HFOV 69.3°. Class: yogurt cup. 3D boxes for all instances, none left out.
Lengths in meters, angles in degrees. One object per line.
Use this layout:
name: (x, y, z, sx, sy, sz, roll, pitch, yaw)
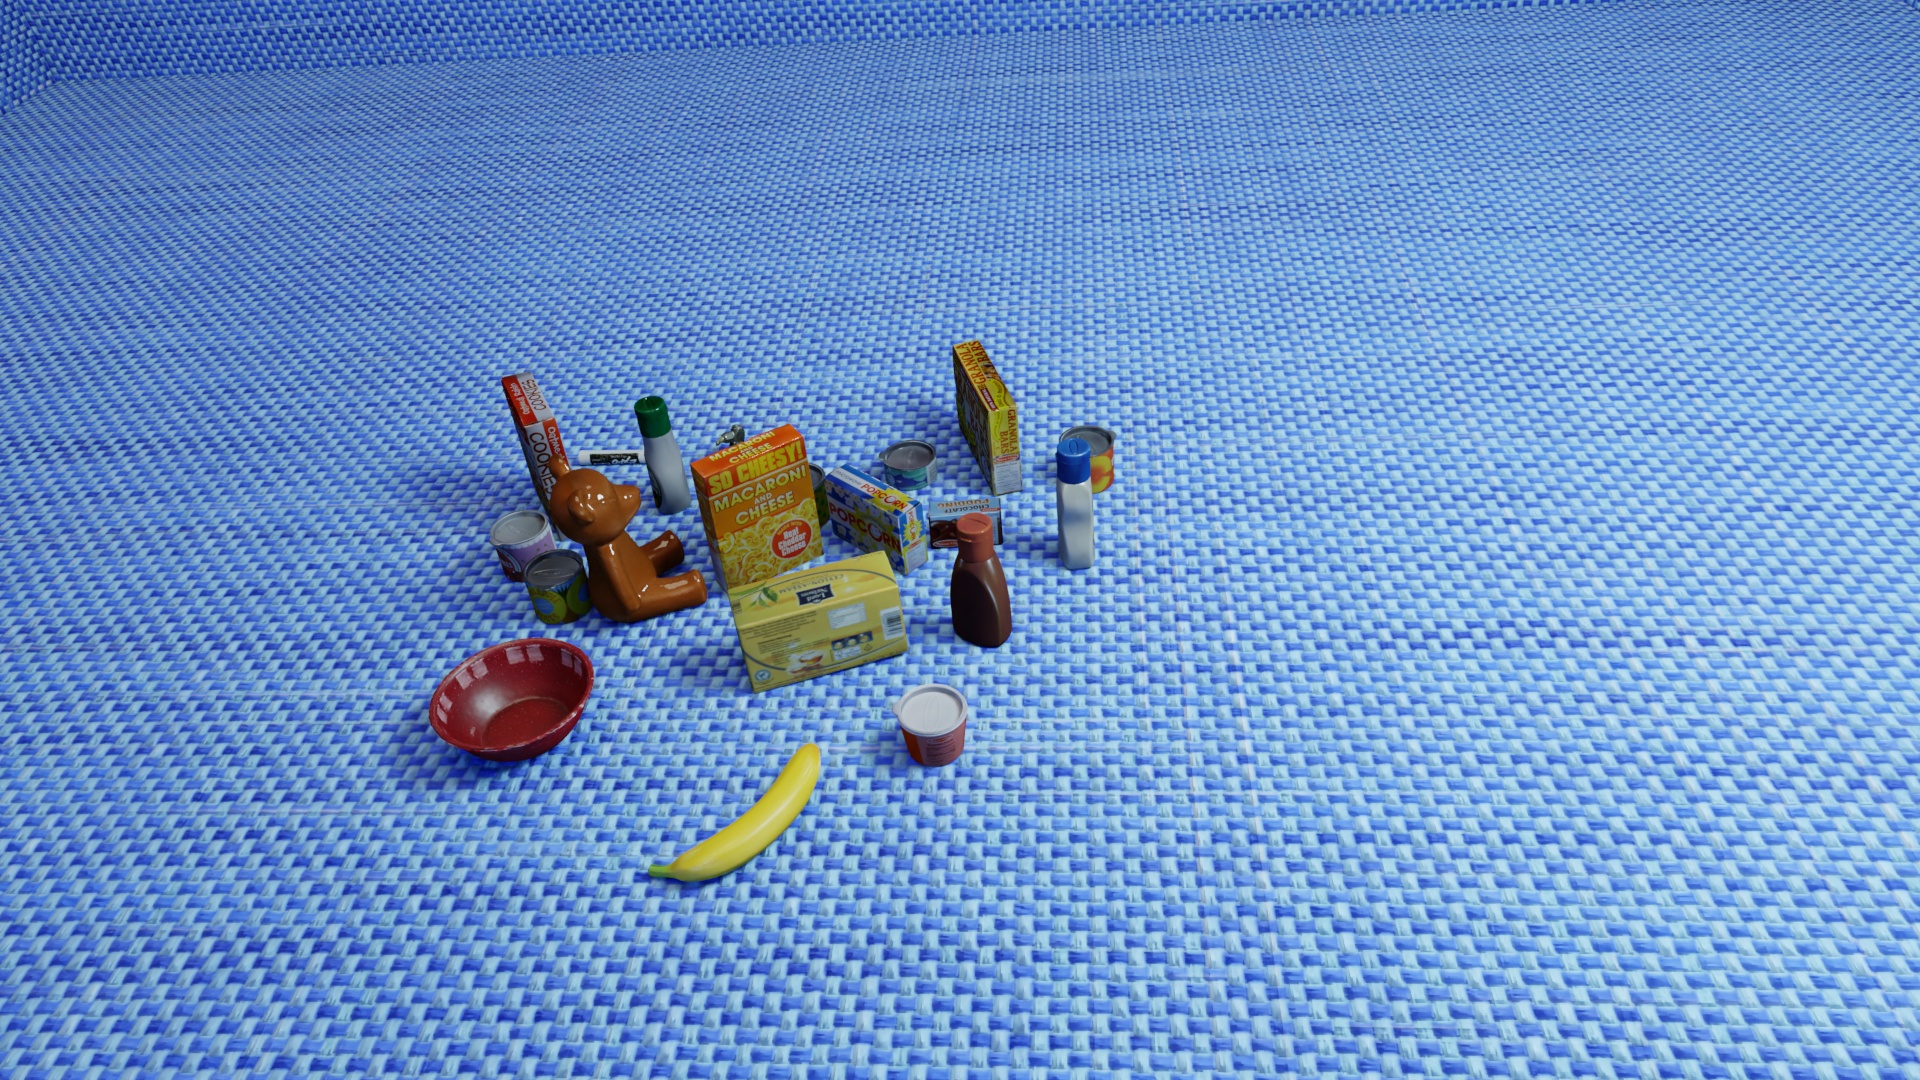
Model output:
yogurt cup: (-0.025, 0.179, 1.332, 0.072, 0.053, 0.073, -3, 38, 3)

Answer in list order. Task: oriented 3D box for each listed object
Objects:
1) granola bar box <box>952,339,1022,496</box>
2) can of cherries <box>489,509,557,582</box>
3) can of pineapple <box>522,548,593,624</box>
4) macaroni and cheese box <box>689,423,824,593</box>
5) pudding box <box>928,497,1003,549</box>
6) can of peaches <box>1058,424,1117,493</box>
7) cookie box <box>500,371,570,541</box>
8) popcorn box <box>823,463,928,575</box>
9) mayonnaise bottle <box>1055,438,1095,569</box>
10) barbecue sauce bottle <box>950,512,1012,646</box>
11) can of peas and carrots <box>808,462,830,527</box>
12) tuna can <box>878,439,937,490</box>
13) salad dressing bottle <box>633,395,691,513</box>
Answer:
granola bar box: (0.031, -0.151, 1.695, 0.039, 0.123, 0.166, -13, 38, -9)
can of cherries: (-0.505, 0.007, 1.606, 0.071, 0.058, 0.072, -3, 38, 3)
can of pineapple: (-0.446, 0.053, 1.541, 0.071, 0.057, 0.071, -3, 38, 3)
macaroni and cheese box: (-0.224, -0.034, 1.539, 0.124, 0.165, 0.040, -25, 42, -24)
pudding box: (0.006, -0.020, 1.590, 0.084, 0.049, 0.030, -4, 38, 1)
can of peaches: (0.154, -0.097, 1.665, 0.071, 0.057, 0.071, -3, 38, 3)
cookie box: (-0.497, -0.101, 1.656, 0.040, 0.166, 0.123, -21, 40, -19)
popcorn box: (-0.096, -0.025, 1.579, 0.127, 0.084, 0.038, 28, 48, 35)
mayonnaise bottle: (0.126, -0.042, 1.524, 0.041, 0.147, 0.065, -5, 38, 0)
barbecue sauce bottle: (0.018, 0.040, 1.430, 0.065, 0.147, 0.044, 17, 43, 26)
can of peas and carrots: (-0.191, -0.050, 1.643, 0.071, 0.058, 0.071, -3, 38, 3)
tuna can: (-0.064, -0.092, 1.705, 0.071, 0.032, 0.071, -3, 38, 3)
salad dressing bottle: (-0.356, -0.102, 1.657, 0.044, 0.146, 0.064, -17, 39, -14)
